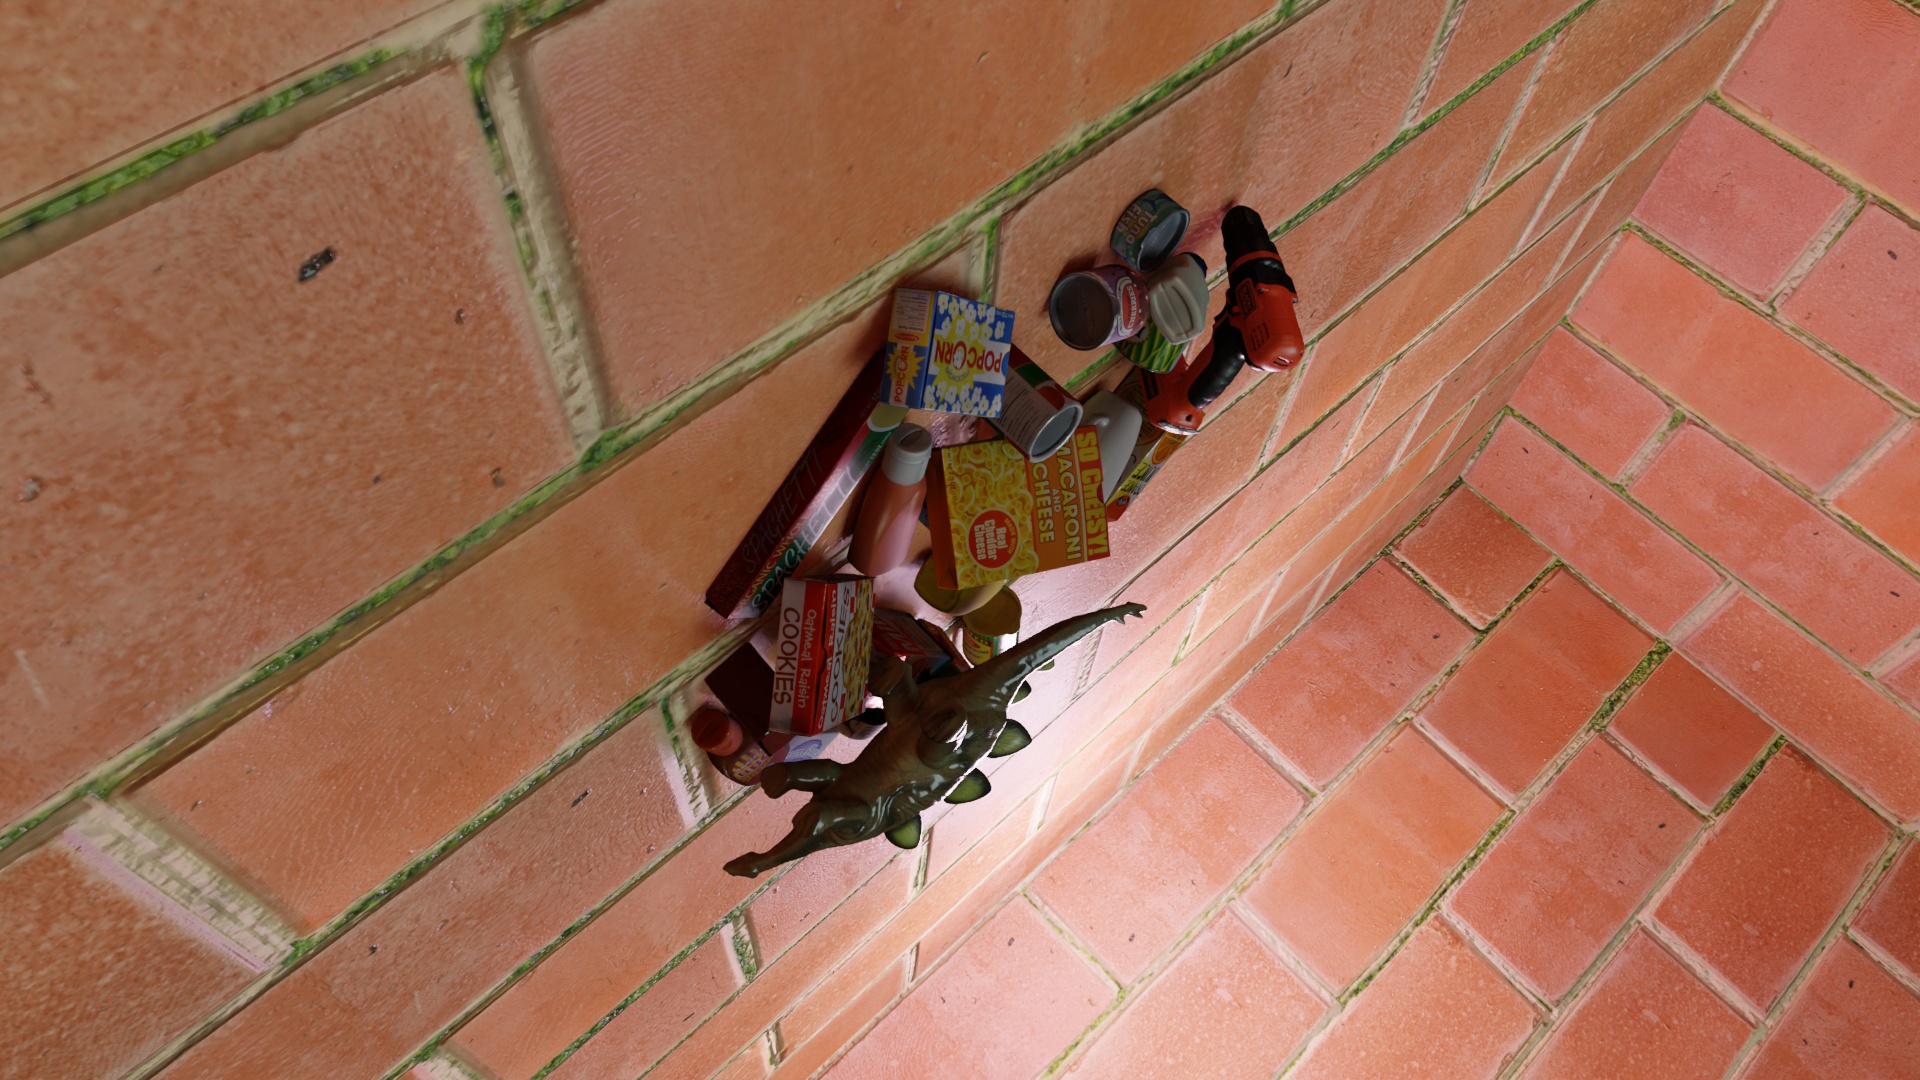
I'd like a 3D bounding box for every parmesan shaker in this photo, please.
[{"bbox_3d":[0.036,0.101,1.567,0.071,0.071,0.102,-39,159,-19],"label":"parmesan shaker"}]

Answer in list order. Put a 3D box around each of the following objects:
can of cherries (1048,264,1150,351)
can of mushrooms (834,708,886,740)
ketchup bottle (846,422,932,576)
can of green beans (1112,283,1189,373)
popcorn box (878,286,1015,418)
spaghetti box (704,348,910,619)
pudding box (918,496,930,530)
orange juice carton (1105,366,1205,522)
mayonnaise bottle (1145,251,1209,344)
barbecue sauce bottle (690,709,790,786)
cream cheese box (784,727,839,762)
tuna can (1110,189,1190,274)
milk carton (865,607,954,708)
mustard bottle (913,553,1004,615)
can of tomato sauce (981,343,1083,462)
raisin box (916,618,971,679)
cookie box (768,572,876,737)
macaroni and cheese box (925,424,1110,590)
[{"bbox_3d":[0.120,-0.198,1.175,0.058,0.071,0.071,-23,149,-48],"label":"can of cherries"},{"bbox_3d":[-0.106,0.167,1.420,0.071,0.071,0.033,-18,156,-52],"label":"can of mushrooms"},{"bbox_3d":[-0.056,-0.035,1.171,0.065,0.043,0.148,-40,160,-39],"label":"ketchup bottle"},{"bbox_3d":[0.185,-0.200,1.307,0.071,0.071,0.057,-21,147,-49],"label":"can of green beans"},{"bbox_3d":[-0.008,-0.138,1.031,0.127,0.038,0.085,-3,102,-62],"label":"popcorn box"},{"bbox_3d":[-0.112,-0.039,1.075,0.249,0.029,0.050,-53,158,16],"label":"spaghetti box"},{"bbox_3d":[0.005,-0.016,1.268,0.050,0.084,0.030,-36,157,-25],"label":"pudding box"},{"bbox_3d":[0.163,-0.085,1.468,0.192,0.073,0.072,-51,159,13],"label":"orange juice carton"},{"bbox_3d":[0.198,-0.225,1.245,0.041,0.064,0.149,-23,-163,22],"label":"mayonnaise bottle"},{"bbox_3d":[-0.208,0.189,1.290,0.065,0.044,0.148,-43,159,-5],"label":"barbecue sauce bottle"},{"bbox_3d":[-0.170,0.212,1.434,0.053,0.024,0.104,-51,159,10],"label":"cream cheese box"},{"bbox_3d":[0.161,-0.264,1.186,0.071,0.033,0.070,-40,159,-19],"label":"tuna can"},{"bbox_3d":[-0.086,0.113,1.345,0.072,0.073,0.190,-49,159,9],"label":"milk carton"},{"bbox_3d":[0.011,0.039,1.416,0.048,0.065,0.160,-58,161,18],"label":"mustard bottle"},{"bbox_3d":[0.054,-0.116,1.178,0.071,0.083,0.071,-39,158,-19],"label":"can of tomato sauce"},{"bbox_3d":[-0.031,0.152,1.453,0.040,0.124,0.086,26,107,-43],"label":"raisin box"},{"bbox_3d":[-0.111,0.091,1.164,0.167,0.040,0.123,2,93,-80],"label":"cookie box"},{"bbox_3d":[0.052,-0.031,1.227,0.167,0.123,0.040,-11,-172,-30],"label":"macaroni and cheese box"}]
